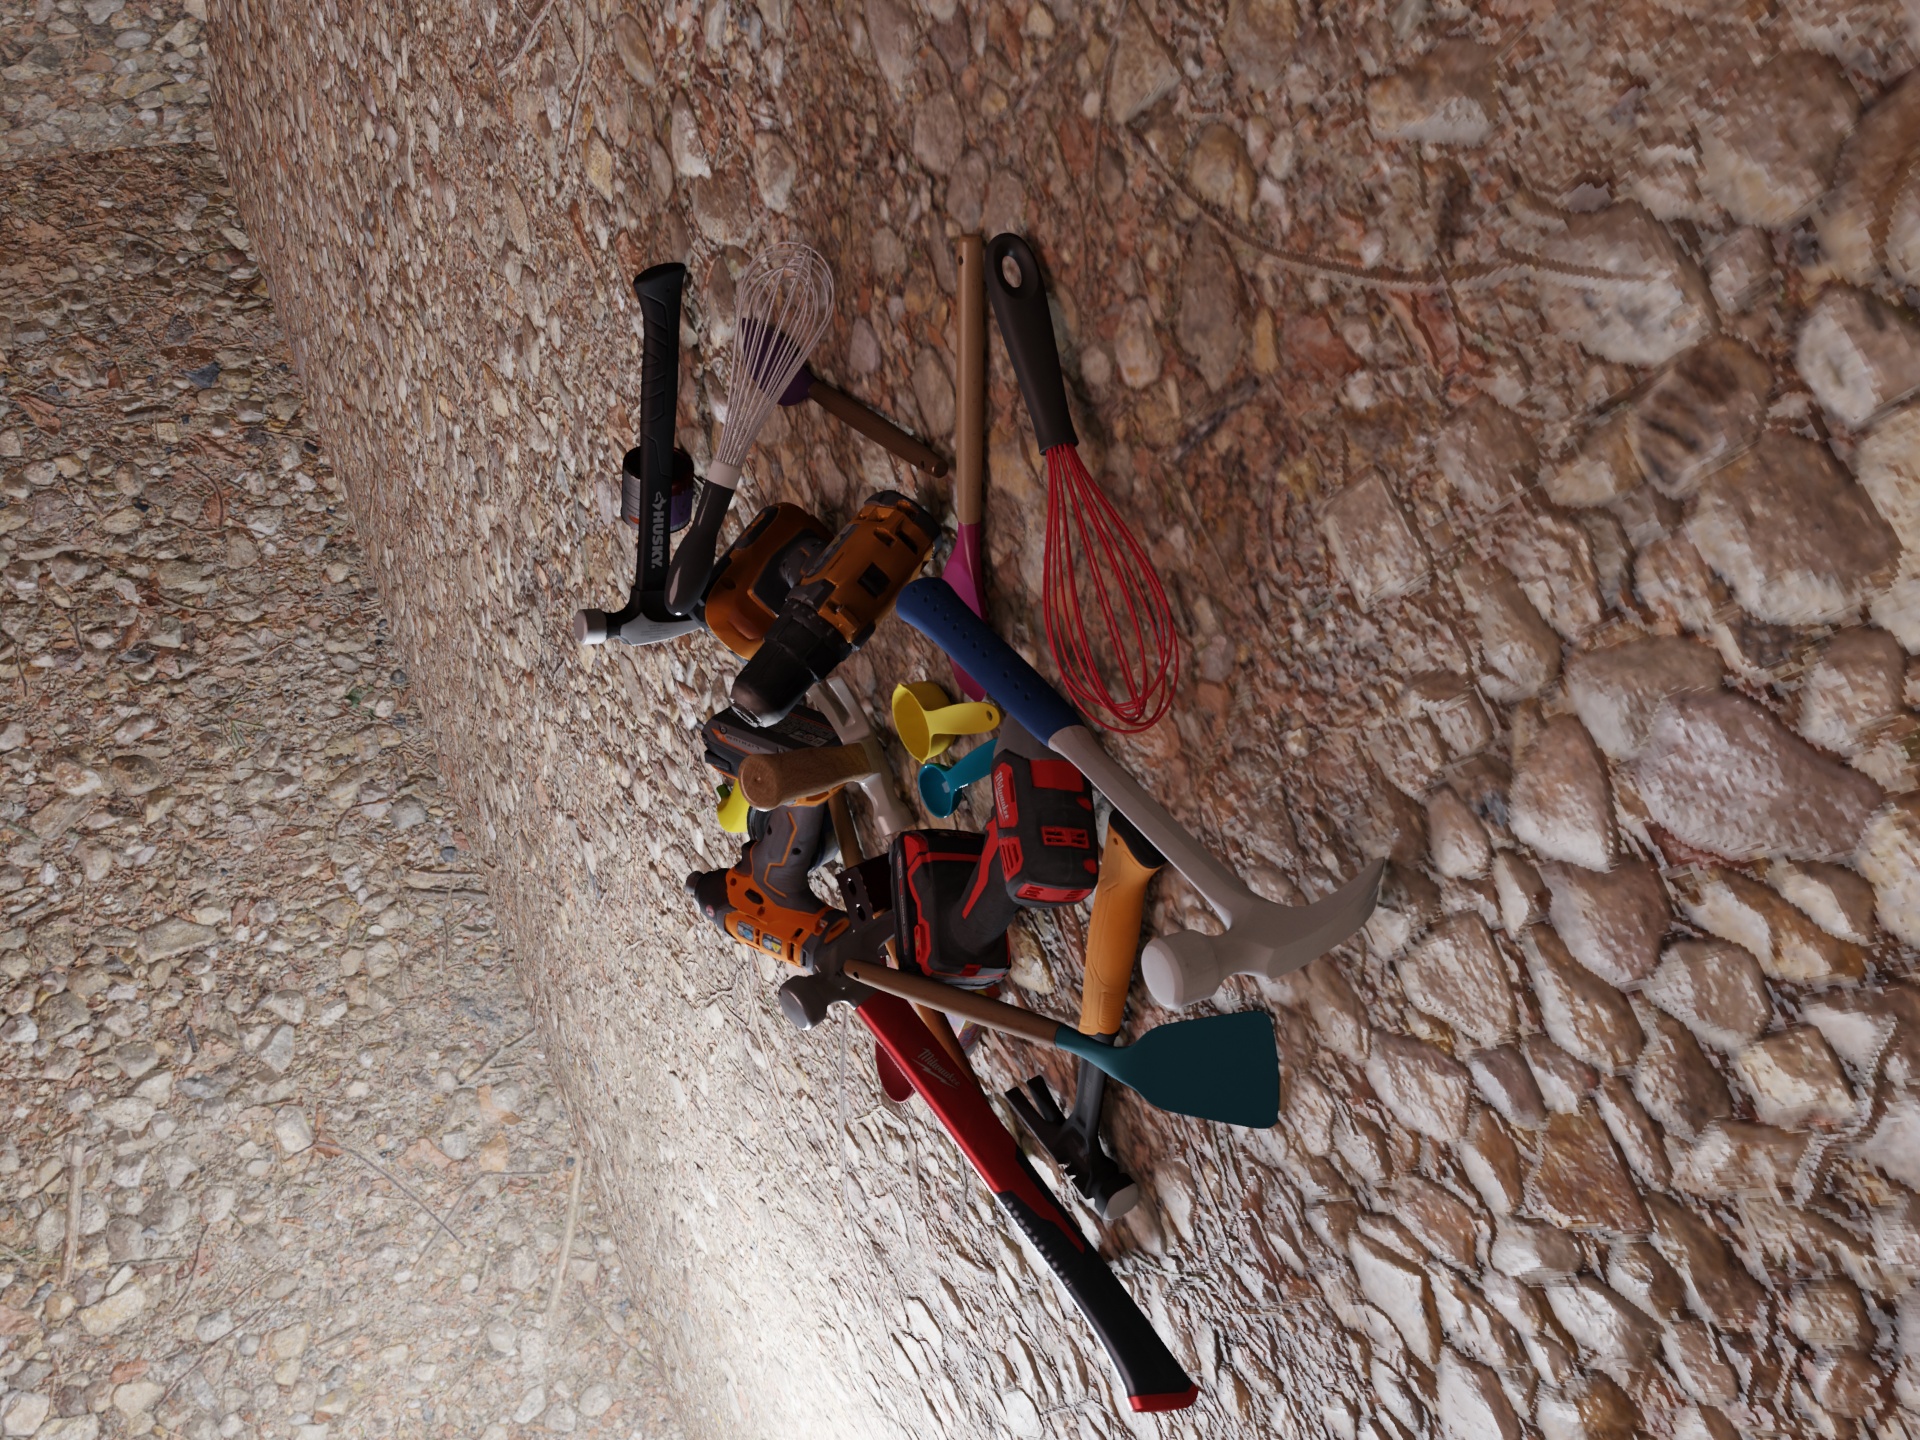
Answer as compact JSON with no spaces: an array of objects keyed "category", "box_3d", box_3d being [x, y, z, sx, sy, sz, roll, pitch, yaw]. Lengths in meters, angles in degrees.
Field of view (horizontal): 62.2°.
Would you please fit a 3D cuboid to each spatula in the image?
[{"category":"spatula","box_3d":[-0.093,-0.233,1.167,0.316,0.018,0.059,40,140,48]},{"category":"spatula","box_3d":[0.021,0.282,1.187,0.322,0.041,0.081,63,166,4]},{"category":"spatula","box_3d":[0.050,0.190,1.014,0.318,0.044,0.082,11,119,38]}]

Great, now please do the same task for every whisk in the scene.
[{"category":"whisk","box_3d":[-0.159,-0.208,1.150,0.070,0.070,0.284,33,105,51]},{"category":"whisk","box_3d":[0.062,-0.136,0.899,0.073,0.073,0.296,-24,80,63]}]

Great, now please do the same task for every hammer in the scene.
[{"category":"hammer","box_3d":[-0.097,0.031,1.122,0.331,0.031,0.130,-6,-108,-81]},{"category":"hammer","box_3d":[0.091,0.185,1.061,0.127,0.034,0.336,45,142,40]},{"category":"hammer","box_3d":[0.072,0.015,0.908,0.406,0.144,0.035,47,143,49]},{"category":"hammer","box_3d":[0.042,0.302,1.106,0.386,0.143,0.038,51,149,11]},{"category":"hammer","box_3d":[-0.262,-0.231,1.401,0.035,0.146,0.334,31,121,51]}]

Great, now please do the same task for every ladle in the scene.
[{"category":"ladle","box_3d":[-0.081,0.177,1.384,0.069,0.031,0.315,-9,96,52]}]

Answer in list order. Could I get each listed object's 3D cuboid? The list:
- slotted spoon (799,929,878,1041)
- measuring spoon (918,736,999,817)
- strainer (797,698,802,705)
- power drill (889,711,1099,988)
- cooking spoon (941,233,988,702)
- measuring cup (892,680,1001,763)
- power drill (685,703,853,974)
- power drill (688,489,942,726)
[{"category":"slotted spoon","box_3d":[-0.055,0.273,1.338,0.314,0.031,0.070,42,176,36]},{"category":"measuring spoon","box_3d":[0.010,0.035,1.147,0.128,0.021,0.042,-34,76,53]},{"category":"strainer","box_3d":[-0.161,0.069,1.457,0.087,0.050,0.258,-119,29,-51]},{"category":"power drill","box_3d":[0.023,0.083,1.055,0.219,0.078,0.143,125,145,-54]},{"category":"cooking spoon","box_3d":[0.006,-0.153,1.030,0.069,0.017,0.318,45,143,49]},{"category":"measuring cup","box_3d":[-0.002,-0.004,1.124,0.156,0.029,0.062,-5,103,62]},{"category":"power drill","box_3d":[-0.167,0.096,1.353,0.164,0.084,0.226,19,120,26]},{"category":"power drill","box_3d":[-0.123,-0.080,1.144,0.084,0.185,0.226,44,166,-24]}]
